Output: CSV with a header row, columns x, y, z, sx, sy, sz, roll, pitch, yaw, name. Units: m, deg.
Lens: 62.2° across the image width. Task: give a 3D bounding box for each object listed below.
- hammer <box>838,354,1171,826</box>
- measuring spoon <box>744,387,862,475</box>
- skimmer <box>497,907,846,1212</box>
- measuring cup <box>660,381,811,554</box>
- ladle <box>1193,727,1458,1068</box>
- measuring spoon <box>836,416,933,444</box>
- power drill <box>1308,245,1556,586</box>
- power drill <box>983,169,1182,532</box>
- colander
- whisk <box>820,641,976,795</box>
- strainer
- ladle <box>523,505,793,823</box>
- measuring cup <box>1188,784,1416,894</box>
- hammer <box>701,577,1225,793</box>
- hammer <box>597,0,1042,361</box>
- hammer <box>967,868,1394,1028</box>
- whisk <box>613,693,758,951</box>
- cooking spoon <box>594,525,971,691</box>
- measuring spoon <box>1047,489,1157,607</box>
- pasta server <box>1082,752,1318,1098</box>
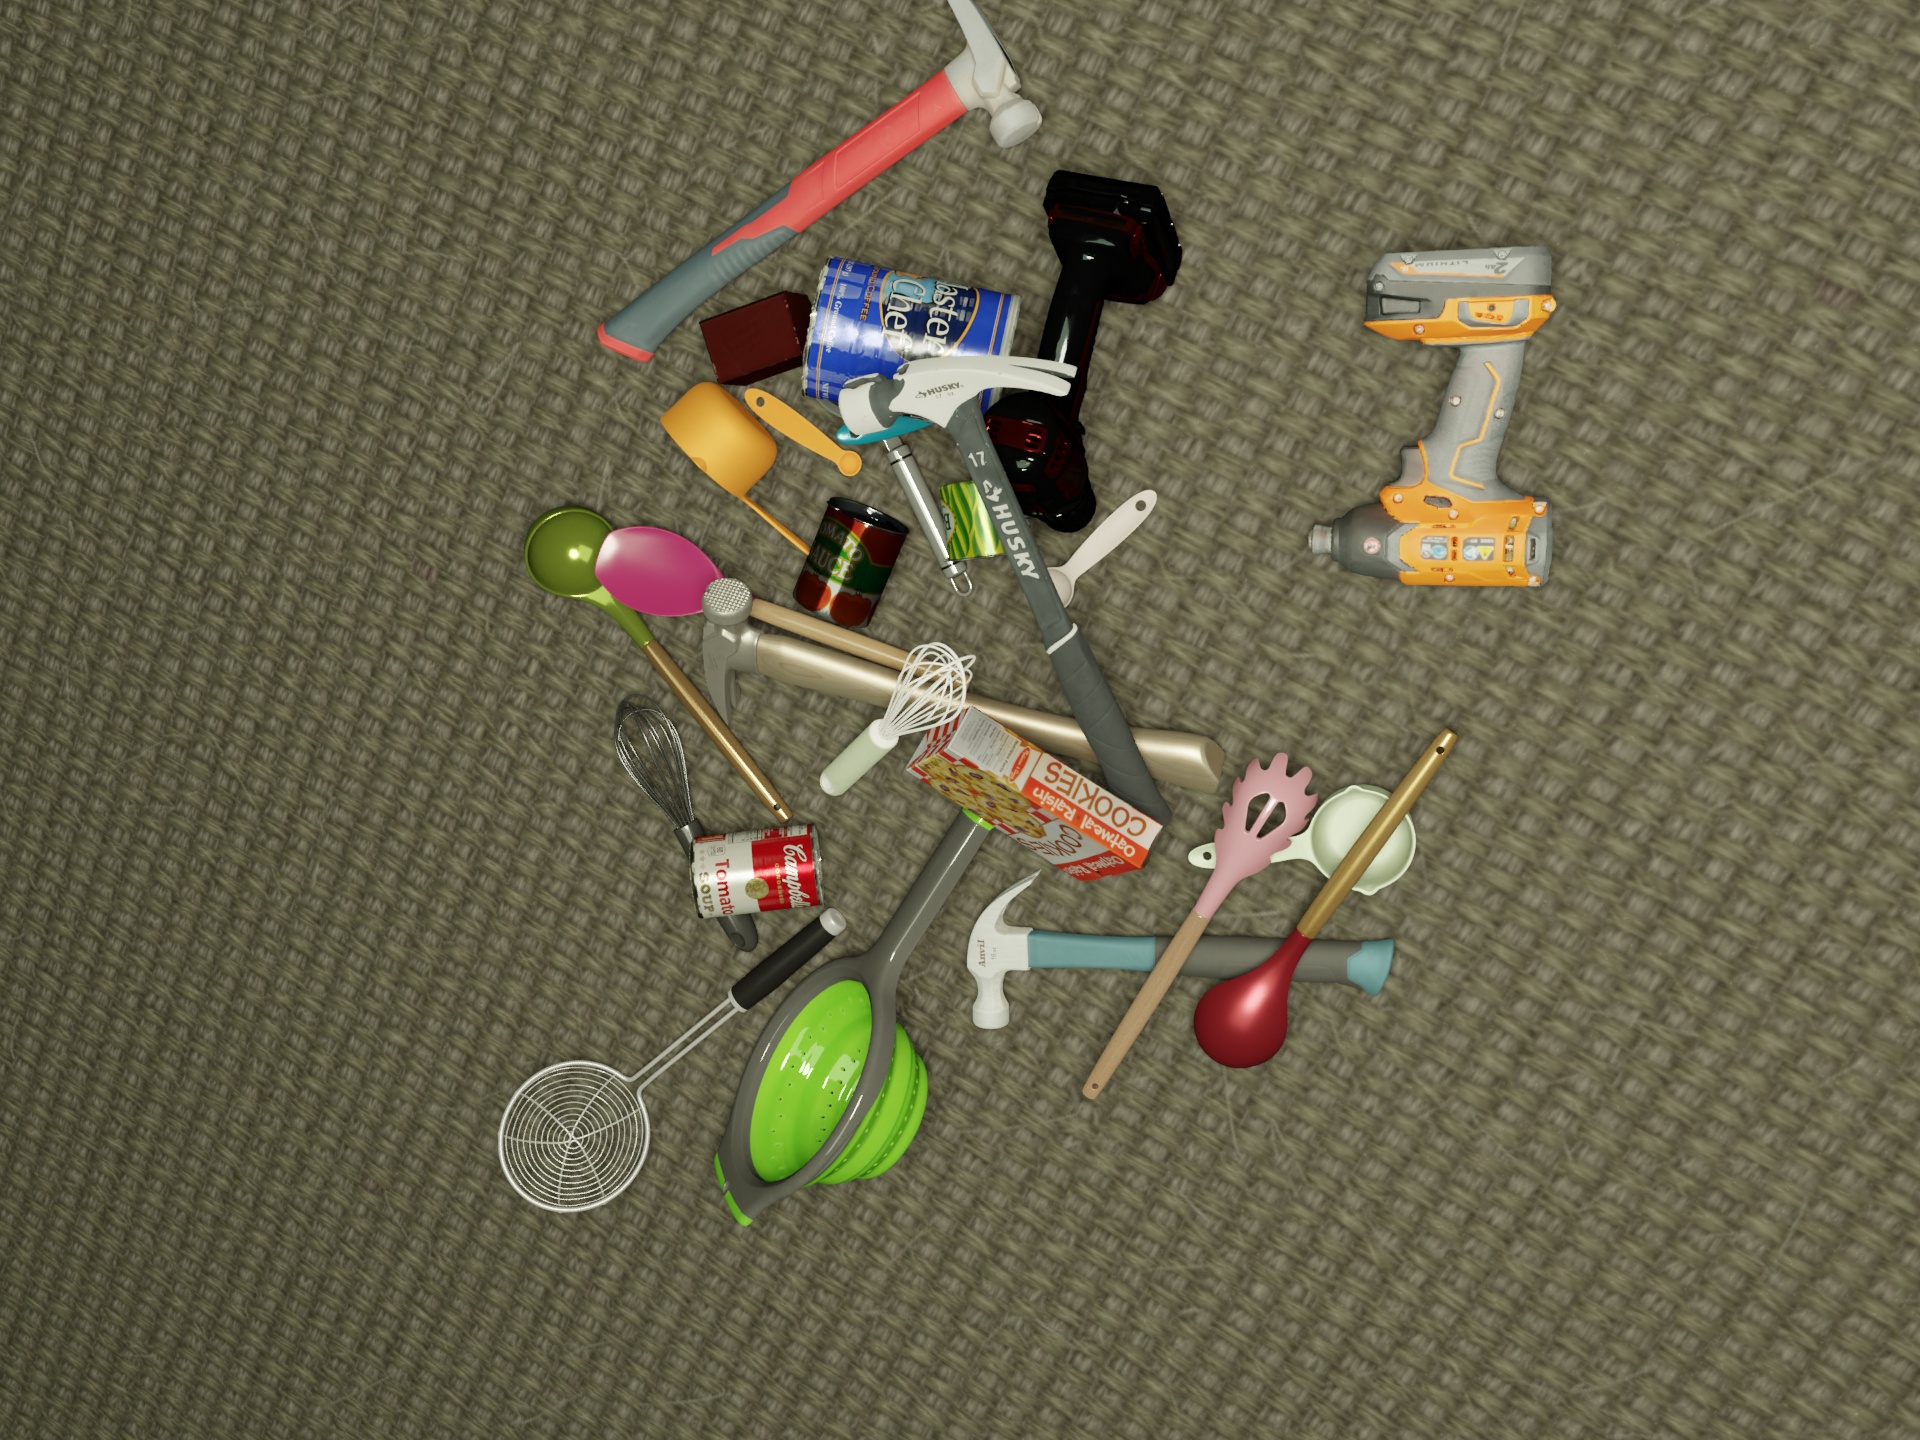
x,y,z,sx,sy,sz,roll,pitch,yaw,name
0.067,-0.072,1.085,0.149,0.036,0.408,-8,130,27,hammer
-0.125,-0.230,1.264,0.117,0.011,0.021,35,107,12,measuring spoon
-0.240,0.280,1.344,0.363,0.090,0.127,-40,86,18,skimmer
-0.155,-0.195,1.251,0.173,0.095,0.052,42,98,-15,measuring cup
0.267,0.135,1.161,0.069,0.031,0.315,33,109,7,ladle
-0.031,-0.229,1.200,0.128,0.021,0.042,-16,99,-7,measuring spoon
0.324,-0.205,1.094,0.164,0.084,0.226,2,104,17,power drill
0.085,-0.248,1.129,0.080,0.187,0.227,16,86,19,power drill
-0.048,0.233,1.277,0.094,0.205,0.397,32,92,-26,colander
-0.054,0.006,1.207,0.058,0.059,0.246,59,145,7,whisk
-0.053,-0.212,1.228,0.087,0.050,0.258,-29,97,-19,strainer
-0.243,-0.042,1.309,0.078,0.062,0.320,-38,90,1,ladle
0.255,0.090,1.190,0.167,0.038,0.083,-8,98,21,measuring cup
-0.002,-0.004,1.233,0.410,0.038,0.146,15,143,7,hammer
-0.133,-0.408,1.219,0.386,0.038,0.143,-29,89,19,hammer
0.166,0.184,1.235,0.331,0.033,0.128,0,101,17,hammer
-0.227,0.088,1.334,0.055,0.055,0.239,-24,96,19,whisk
-0.142,-0.082,1.270,0.319,0.017,0.069,20,88,5,cooking spoon
0.103,-0.130,1.211,0.124,0.018,0.034,-43,86,12,measuring spoon
0.171,0.163,1.199,0.060,0.040,0.316,31,113,10,pasta server
